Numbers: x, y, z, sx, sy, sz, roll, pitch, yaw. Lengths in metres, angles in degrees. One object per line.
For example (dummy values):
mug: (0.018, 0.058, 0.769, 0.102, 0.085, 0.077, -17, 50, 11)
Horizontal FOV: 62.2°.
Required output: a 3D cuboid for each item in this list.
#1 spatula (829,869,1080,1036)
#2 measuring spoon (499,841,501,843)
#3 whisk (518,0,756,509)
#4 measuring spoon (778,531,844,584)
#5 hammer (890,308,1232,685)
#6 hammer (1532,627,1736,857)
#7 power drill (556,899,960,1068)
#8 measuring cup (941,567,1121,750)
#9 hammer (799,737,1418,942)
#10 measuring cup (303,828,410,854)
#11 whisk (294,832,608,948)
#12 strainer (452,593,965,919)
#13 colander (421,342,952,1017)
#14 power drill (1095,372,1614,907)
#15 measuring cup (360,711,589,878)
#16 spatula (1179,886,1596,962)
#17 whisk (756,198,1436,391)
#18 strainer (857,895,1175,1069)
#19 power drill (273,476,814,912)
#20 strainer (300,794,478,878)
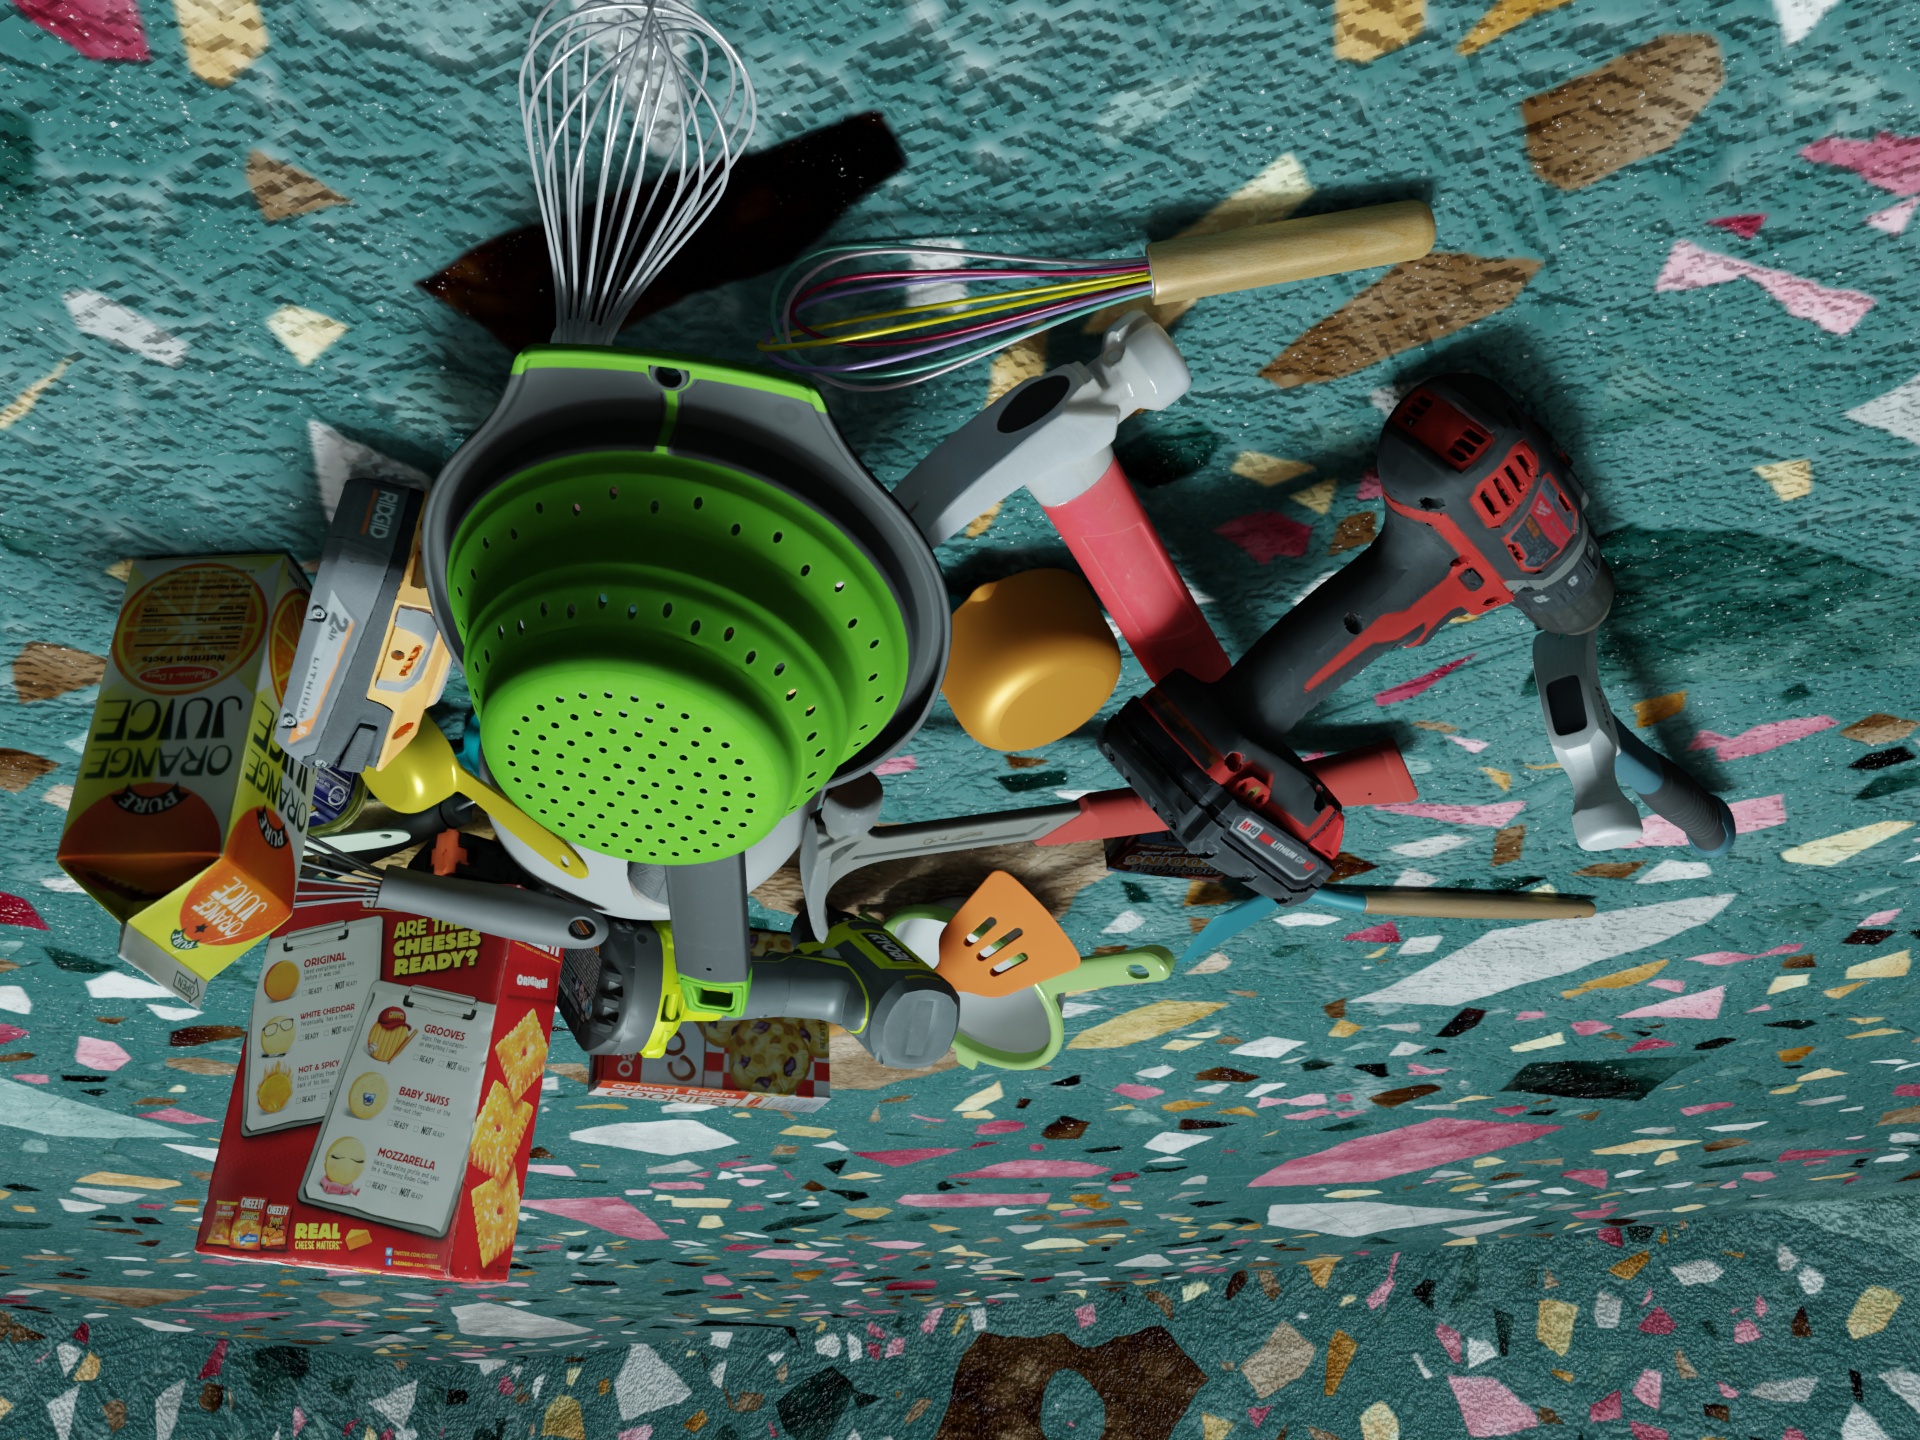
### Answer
spatula: (-0.032, 0.183, 1.108, 0.081, 0.041, 0.322, 49, 146, -4)
measuring spoon: (-0.284, 0.077, 1.006, 0.021, 0.011, 0.117, 8, 153, -23)
whisk: (-0.130, -0.146, 0.558, 0.070, 0.070, 0.284, 7, 155, -18)
measuring spoon: (-0.072, -0.091, 0.711, 0.034, 0.018, 0.124, -12, 157, 16)
hammer: (0.095, -0.014, 0.742, 0.143, 0.038, 0.385, -37, 140, 3)
hammer: (0.385, 0.032, 0.889, 0.033, 0.128, 0.330, -20, 156, 30)
power drill: (-0.135, 0.156, 1.012, 0.228, 0.080, 0.191, 8, -171, -28)
measuring cup: (-0.001, -0.002, 0.769, 0.173, 0.052, 0.095, -33, 150, 3)
hammer: (0.089, 0.057, 0.900, 0.359, 0.037, 0.149, -7, 148, -15)
measuring cup: (-0.406, 0.060, 0.933, 0.167, 0.038, 0.083, -4, 152, -1)
whisk: (-0.305, 0.091, 0.843, 0.239, 0.055, 0.055, 14, 148, -16)
strainer: (-0.124, 0.034, 0.847, 0.340, 0.095, 0.210, -24, 145, 36)
colander: (-0.115, 0.041, 0.643, 0.204, 0.095, 0.396, 7, 138, 1)
power drill: (0.190, -0.027, 0.709, 0.226, 0.080, 0.187, -48, 139, 11)
measuring cup: (-0.258, 0.046, 0.829, 0.157, 0.029, 0.062, 30, 130, 22)
spatula: (0.313, 0.142, 1.139, 0.317, 0.044, 0.082, 2, 147, -12)
whisk: (0.046, -0.159, 0.574, 0.245, 0.051, 0.047, -9, 172, 3)
strainer: (0.055, 0.160, 1.085, 0.256, 0.069, 0.151, -17, 114, 46)
power drill: (-0.186, 0.000, 0.730, 0.226, 0.084, 0.185, 16, 124, -21)
strainer: (-0.392, 0.089, 0.984, 0.258, 0.050, 0.086, -21, 166, 20)
